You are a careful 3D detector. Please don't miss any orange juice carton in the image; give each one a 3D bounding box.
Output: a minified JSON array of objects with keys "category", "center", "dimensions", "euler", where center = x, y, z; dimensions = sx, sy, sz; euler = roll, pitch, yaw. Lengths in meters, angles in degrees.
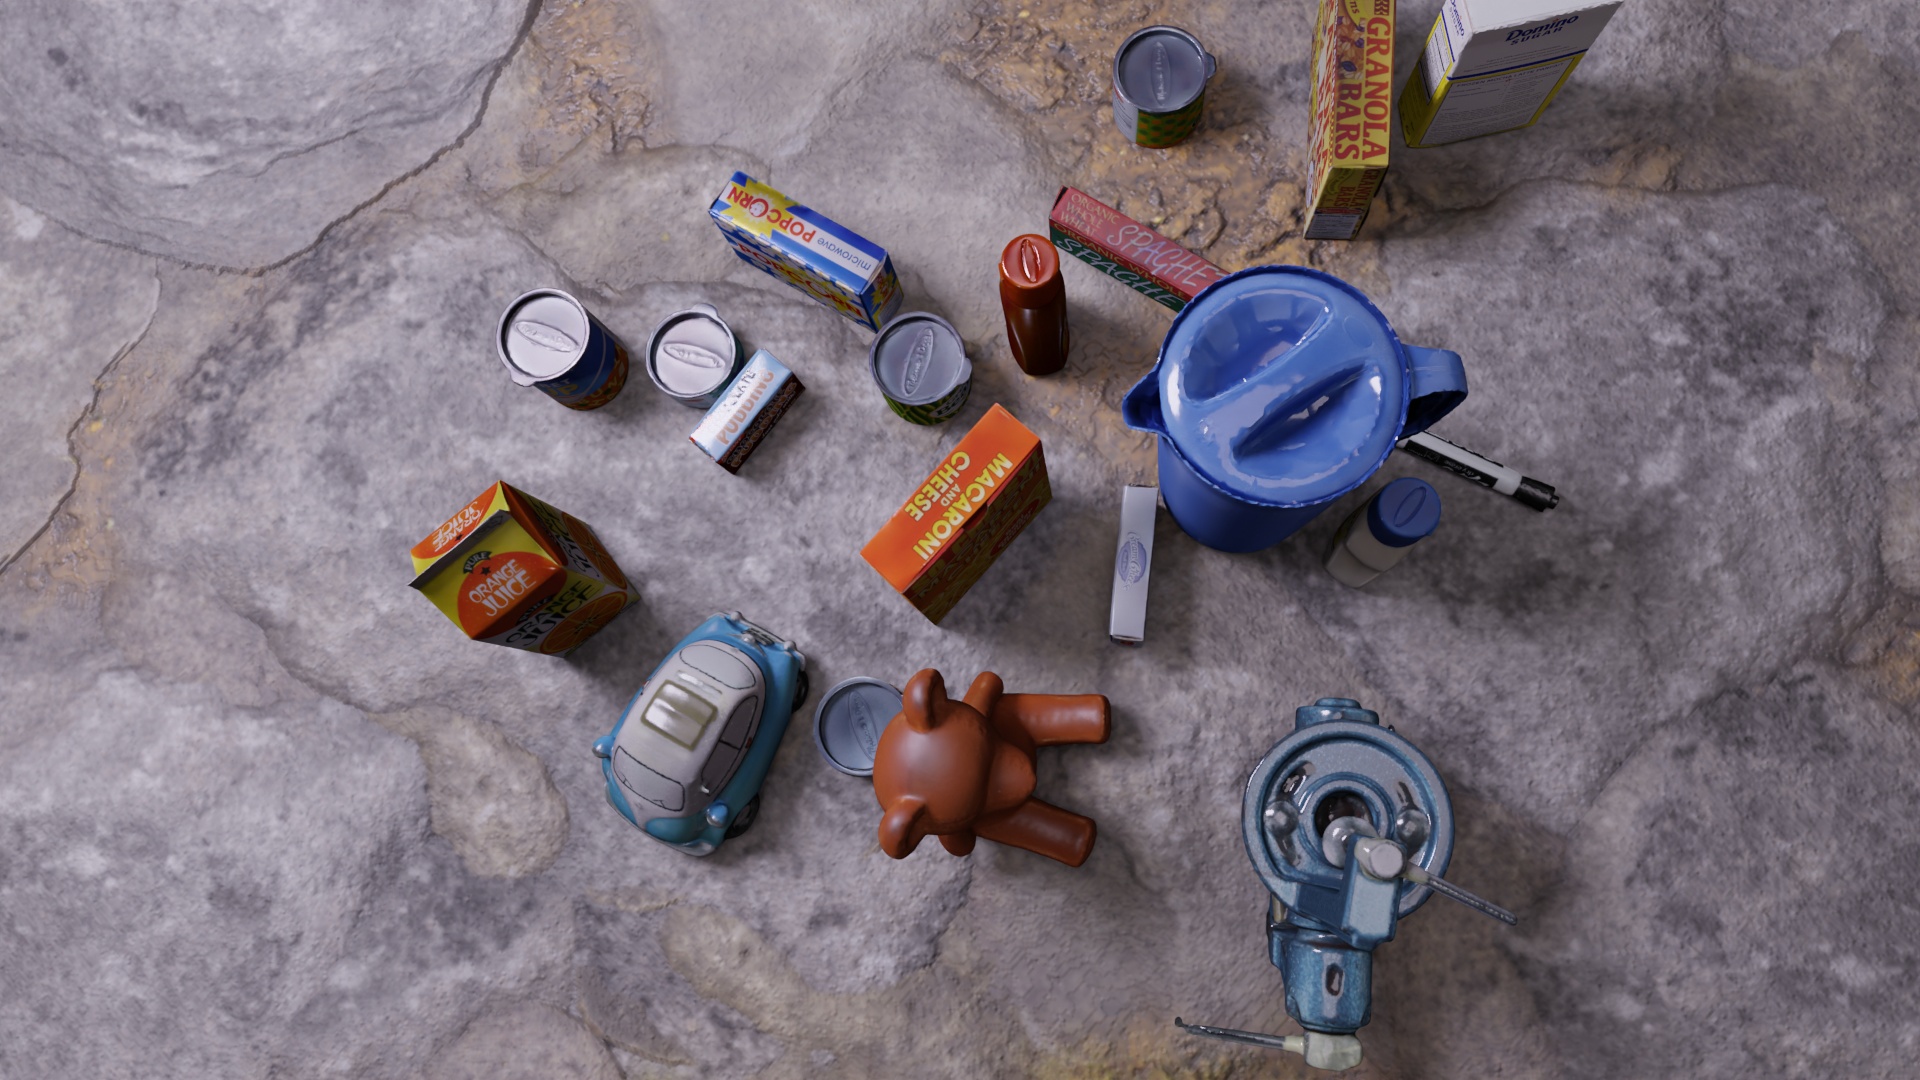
[{"category":"orange juice carton","center":[-0.284,0.020,0.895],"dimensions":[0.072,0.192,0.073],"euler":[-38,79,-2]}]

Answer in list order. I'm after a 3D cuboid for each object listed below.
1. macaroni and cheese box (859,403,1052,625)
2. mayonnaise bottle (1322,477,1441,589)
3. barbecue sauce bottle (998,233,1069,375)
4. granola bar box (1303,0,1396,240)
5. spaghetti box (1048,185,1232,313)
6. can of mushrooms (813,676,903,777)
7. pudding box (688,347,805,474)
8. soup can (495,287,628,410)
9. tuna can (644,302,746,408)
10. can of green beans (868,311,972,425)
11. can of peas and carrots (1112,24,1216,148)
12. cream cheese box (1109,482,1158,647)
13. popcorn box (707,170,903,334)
[{"category":"macaroni and cheese box","center":[0.003,-0.011,0.887],"dimensions":[0.040,0.166,0.124],"euler":[41,86,11]},{"category":"mayonnaise bottle","center":[0.266,-0.008,0.871],"dimensions":[0.041,0.148,0.065],"euler":[37,86,10]},{"category":"barbecue sauce bottle","center":[0.049,-0.158,0.919],"dimensions":[0.044,0.148,0.065],"euler":[-9,80,4]},{"category":"granola bar box","center":[0.262,-0.303,0.937],"dimensions":[0.039,0.124,0.165],"euler":[4,80,6]},{"category":"spaghetti box","center":[0.172,-0.169,0.959],"dimensions":[0.250,0.050,0.029],"euler":[31,85,10]},{"category":"can of mushrooms","center":[-0.061,0.125,0.936],"dimensions":[0.071,0.033,0.071],"euler":[-1,80,5]},{"category":"pudding box","center":[-0.150,-0.091,0.975],"dimensions":[0.030,0.049,0.084],"euler":[38,85,10]},{"category":"soup can","center":[-0.280,-0.131,0.978],"dimensions":[0.071,0.083,0.071],"euler":[-1,80,5]},{"category":"tuna can","center":[-0.188,-0.132,0.995],"dimensions":[0.071,0.033,0.071],"euler":[-1,80,5]},{"category":"can of green beans","center":[-0.026,-0.118,0.965],"dimensions":[0.071,0.057,0.071],"euler":[-1,80,5]},{"category":"can of peas and carrots","center":[0.143,-0.321,0.985],"dimensions":[0.071,0.058,0.071],"euler":[-1,80,5]},{"category":"cream cheese box","center":[0.116,0.018,0.929],"dimensions":[0.024,0.053,0.104],"euler":[6,81,7]},{"category":"popcorn box","center":[-0.105,-0.200,0.973],"dimensions":[0.127,0.085,0.038],"euler":[30,84,10]}]
